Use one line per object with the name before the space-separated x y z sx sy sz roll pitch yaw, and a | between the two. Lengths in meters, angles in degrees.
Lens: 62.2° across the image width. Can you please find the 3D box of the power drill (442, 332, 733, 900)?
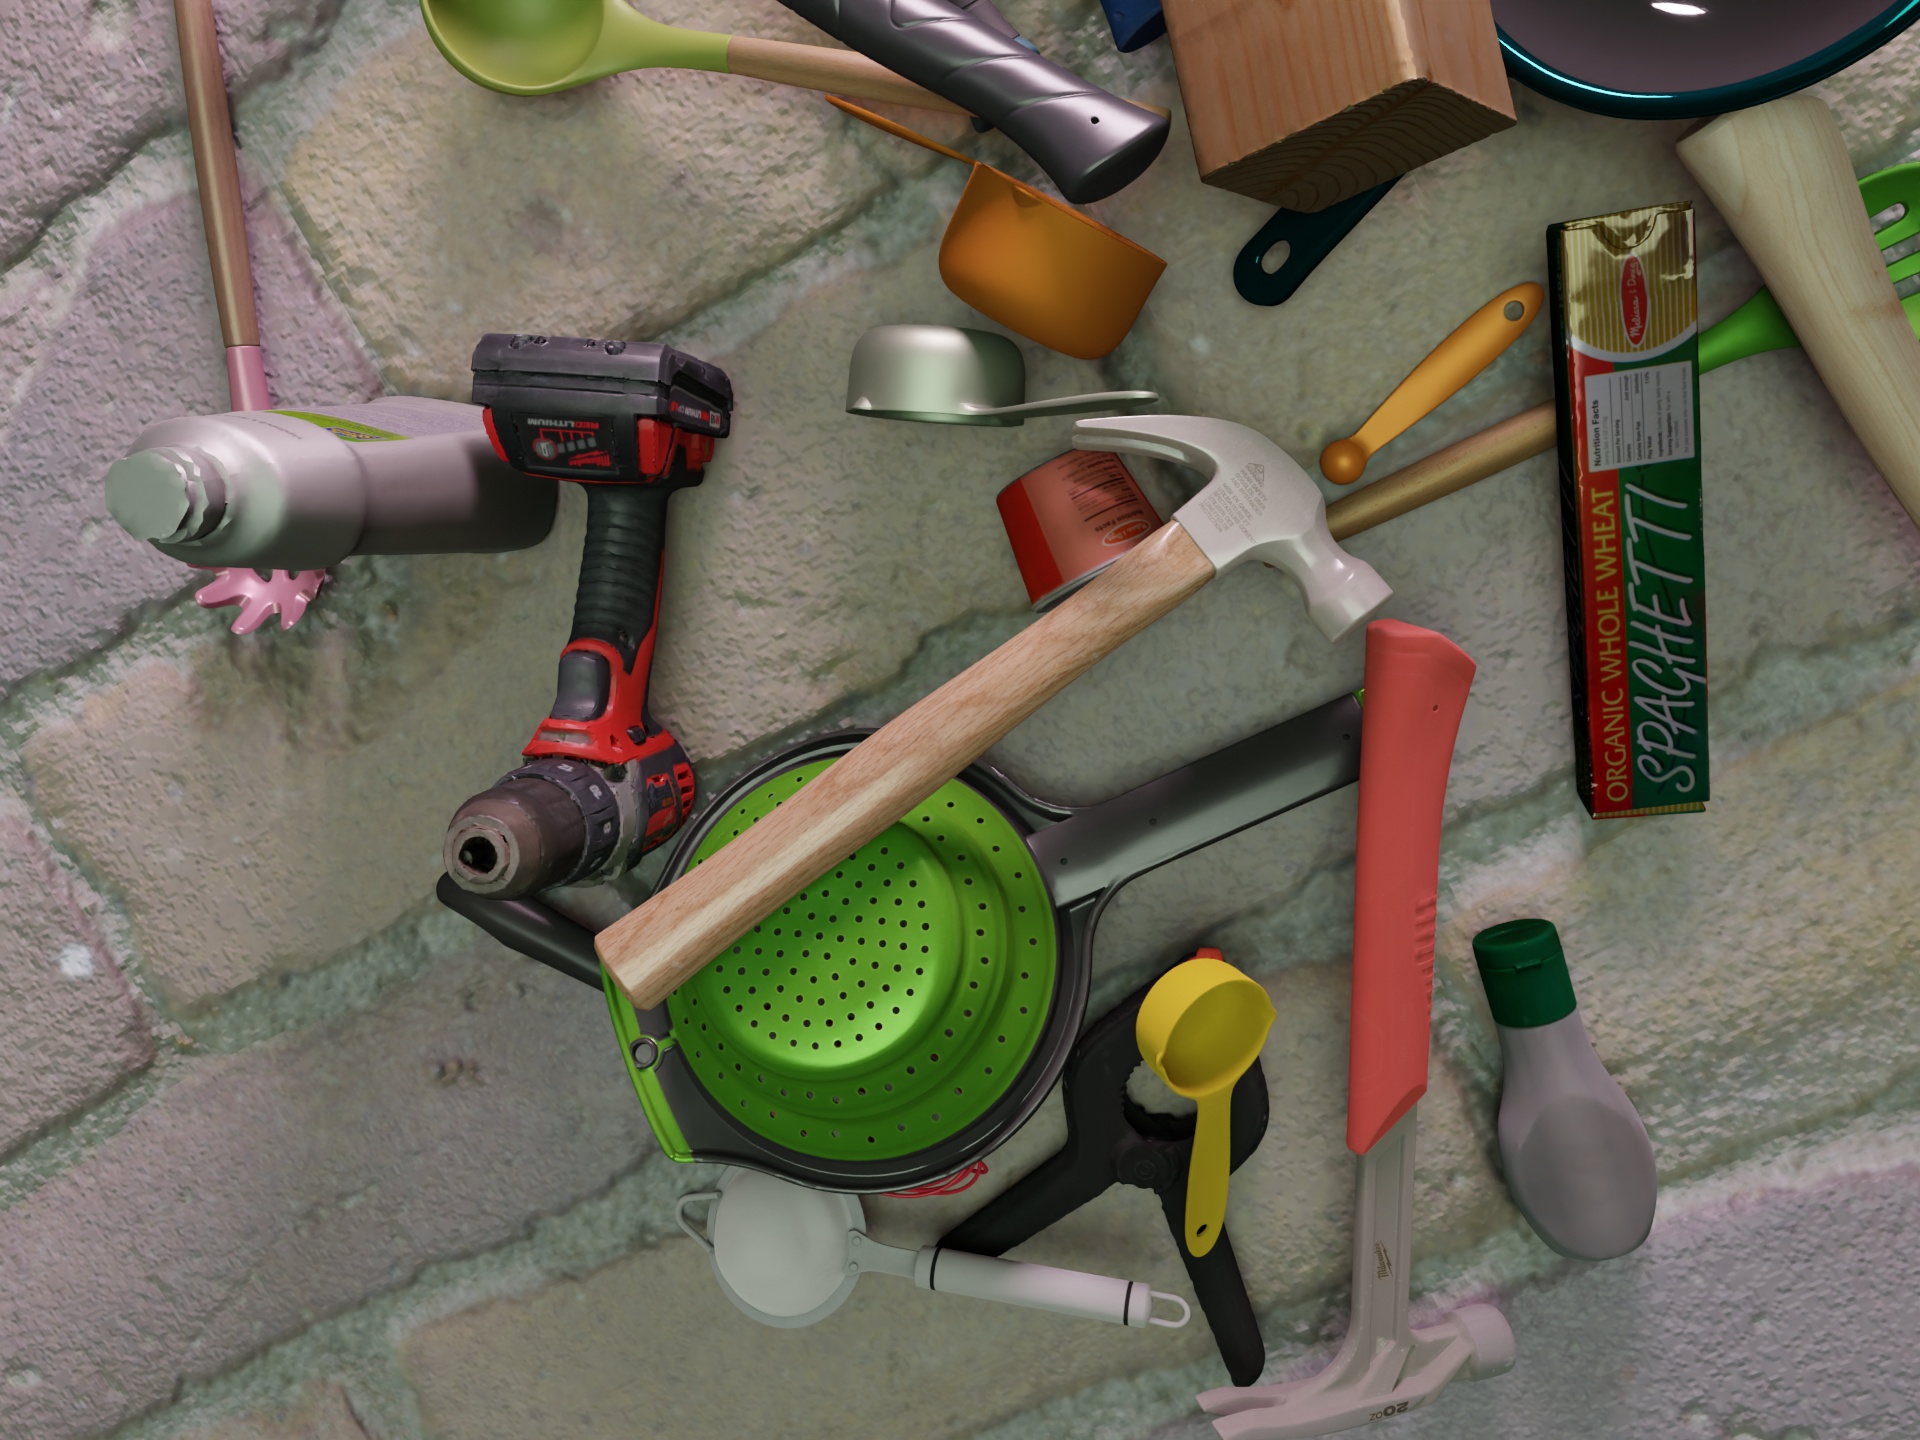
power drill | -0.157 -0.040 0.656 0.080 0.188 0.226 5 96 7

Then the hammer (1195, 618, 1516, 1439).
hammer | 0.175 0.137 0.678 0.149 0.037 0.359 -6 104 -16

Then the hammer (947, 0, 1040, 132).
hammer | -0.066 -0.391 0.632 0.033 0.128 0.331 -41 104 -32

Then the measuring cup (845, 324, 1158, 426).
measuring cup | 0.018 -0.140 0.636 0.168 0.083 0.038 10 99 51

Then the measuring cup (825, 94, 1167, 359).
measuring cup | 0.001 -0.207 0.667 0.174 0.095 0.052 33 110 20

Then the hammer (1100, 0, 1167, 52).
hammer | -0.020 -0.453 0.622 0.144 0.035 0.405 -31 92 19

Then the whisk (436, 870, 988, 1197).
whisk | -0.118 0.140 0.746 0.296 0.073 0.073 26 102 8

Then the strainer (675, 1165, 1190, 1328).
strainer | -0.023 0.251 0.738 0.258 0.050 0.087 5 84 14

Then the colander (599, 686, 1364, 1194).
colander | 0.025 0.062 0.666 0.397 0.094 0.205 -24 75 2

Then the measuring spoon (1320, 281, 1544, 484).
measuring spoon | 0.201 -0.143 0.676 0.117 0.011 0.021 -42 92 12

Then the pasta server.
pasta server | -0.334 -0.198 0.725 0.060 0.040 0.316 -5 98 -4

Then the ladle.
ladle | -0.072 -0.273 0.646 0.320 0.062 0.078 15 86 13

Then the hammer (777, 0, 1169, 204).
hammer | -0.098 -0.320 0.626 0.409 0.036 0.149 33 80 9

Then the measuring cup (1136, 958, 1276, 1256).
measuring cup | 0.102 0.170 0.693 0.062 0.029 0.156 -17 122 -25

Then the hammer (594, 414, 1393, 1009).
hammer | -0.001 -0.002 0.620 0.331 0.031 0.130 -36 80 -4

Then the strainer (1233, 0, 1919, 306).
strainer | 0.245 -0.285 0.614 0.340 0.095 0.211 -44 72 33

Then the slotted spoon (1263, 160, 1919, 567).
slotted spoon | 0.270 -0.137 0.662 0.314 0.031 0.070 -25 98 13

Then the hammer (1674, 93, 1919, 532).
hammer | 0.401 -0.064 0.632 0.146 0.038 0.410 -37 99 13
